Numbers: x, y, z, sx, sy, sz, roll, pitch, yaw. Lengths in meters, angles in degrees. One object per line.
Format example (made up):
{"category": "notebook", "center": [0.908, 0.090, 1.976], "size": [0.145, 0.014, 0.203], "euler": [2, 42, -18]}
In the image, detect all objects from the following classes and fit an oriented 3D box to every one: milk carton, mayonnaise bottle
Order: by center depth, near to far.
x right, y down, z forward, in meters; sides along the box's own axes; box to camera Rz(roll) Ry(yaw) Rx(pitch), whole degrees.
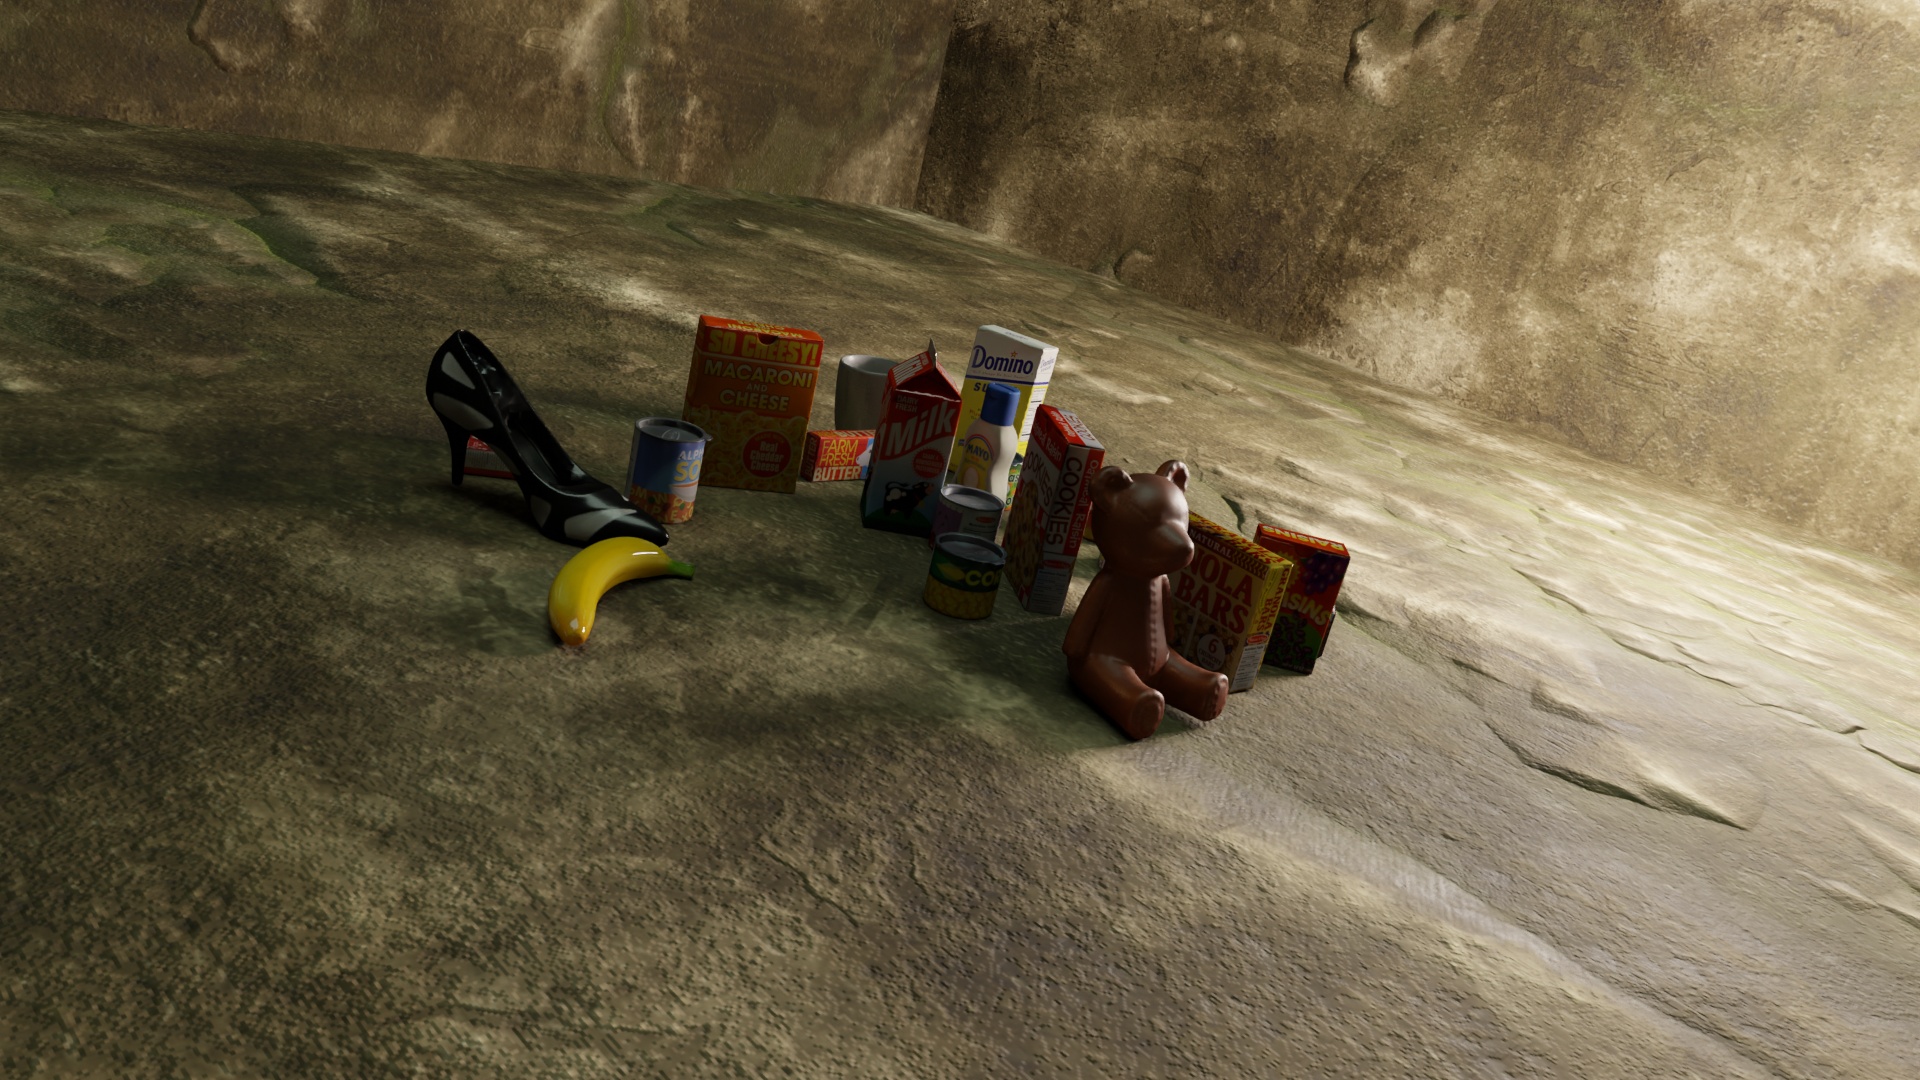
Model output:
{"category": "milk carton", "center": [-0.047, -0.106, 1.402], "size": [0.073, 0.189, 0.072], "euler": [10, 19, -11]}
{"category": "mayonnaise bottle", "center": [0.029, -0.093, 1.481], "size": [0.065, 0.147, 0.041], "euler": [27, 23, 35]}

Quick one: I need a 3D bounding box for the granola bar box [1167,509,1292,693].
{"category": "granola bar box", "center": [0.211, 0.045, 1.256], "size": [0.039, 0.123, 0.166], "euler": [-3, 25, -39]}

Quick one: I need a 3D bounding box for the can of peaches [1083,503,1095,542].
{"category": "can of peaches", "center": [0.161, -0.032, 1.534], "size": [0.071, 0.057, 0.071], "euler": [12, 19, -4]}

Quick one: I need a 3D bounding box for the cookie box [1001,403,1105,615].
{"category": "cookie box", "center": [0.083, -0.031, 1.316], "size": [0.040, 0.166, 0.123], "euler": [9, 20, -14]}

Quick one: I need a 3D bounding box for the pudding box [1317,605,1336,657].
{"category": "pudding box", "center": [0.318, 0.076, 1.353], "size": [0.084, 0.049, 0.030], "euler": [16, 19, 8]}

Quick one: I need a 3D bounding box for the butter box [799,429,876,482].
{"category": "butter box", "center": [-0.125, -0.094, 1.522], "size": [0.104, 0.053, 0.024], "euler": [-5, 26, -42]}

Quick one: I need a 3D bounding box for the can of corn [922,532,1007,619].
{"category": "can of corn", "center": [0.005, 0.033, 1.250], "size": [0.071, 0.058, 0.071], "euler": [12, 19, -4]}

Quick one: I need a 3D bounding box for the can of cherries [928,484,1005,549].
{"category": "can of cherries", "center": [0.005, -0.017, 1.389], "size": [0.071, 0.058, 0.072], "euler": [12, 19, -4]}

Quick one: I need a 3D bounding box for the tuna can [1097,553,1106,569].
{"category": "tuna can", "center": [0.176, 0.017, 1.447], "size": [0.071, 0.032, 0.071], "euler": [12, 19, -4]}

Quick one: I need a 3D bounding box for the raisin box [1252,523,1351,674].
{"category": "raisin box", "center": [0.301, 0.054, 1.291], "size": [0.086, 0.123, 0.040], "euler": [14, 19, 2]}

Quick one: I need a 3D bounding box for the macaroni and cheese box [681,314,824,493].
{"category": "macaroni and cheese box", "center": [-0.215, -0.136, 1.407], "size": [0.124, 0.165, 0.040], "euler": [5, 21, -24]}

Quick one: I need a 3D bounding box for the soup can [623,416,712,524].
{"category": "soup can", "center": [-0.274, -0.065, 1.295], "size": [0.071, 0.083, 0.071], "euler": [12, 19, -4]}

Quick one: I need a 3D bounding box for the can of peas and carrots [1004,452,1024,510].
{"category": "can of peas and carrots", "center": [0.036, -0.070, 1.557], "size": [0.071, 0.058, 0.071], "euler": [12, 19, -4]}
